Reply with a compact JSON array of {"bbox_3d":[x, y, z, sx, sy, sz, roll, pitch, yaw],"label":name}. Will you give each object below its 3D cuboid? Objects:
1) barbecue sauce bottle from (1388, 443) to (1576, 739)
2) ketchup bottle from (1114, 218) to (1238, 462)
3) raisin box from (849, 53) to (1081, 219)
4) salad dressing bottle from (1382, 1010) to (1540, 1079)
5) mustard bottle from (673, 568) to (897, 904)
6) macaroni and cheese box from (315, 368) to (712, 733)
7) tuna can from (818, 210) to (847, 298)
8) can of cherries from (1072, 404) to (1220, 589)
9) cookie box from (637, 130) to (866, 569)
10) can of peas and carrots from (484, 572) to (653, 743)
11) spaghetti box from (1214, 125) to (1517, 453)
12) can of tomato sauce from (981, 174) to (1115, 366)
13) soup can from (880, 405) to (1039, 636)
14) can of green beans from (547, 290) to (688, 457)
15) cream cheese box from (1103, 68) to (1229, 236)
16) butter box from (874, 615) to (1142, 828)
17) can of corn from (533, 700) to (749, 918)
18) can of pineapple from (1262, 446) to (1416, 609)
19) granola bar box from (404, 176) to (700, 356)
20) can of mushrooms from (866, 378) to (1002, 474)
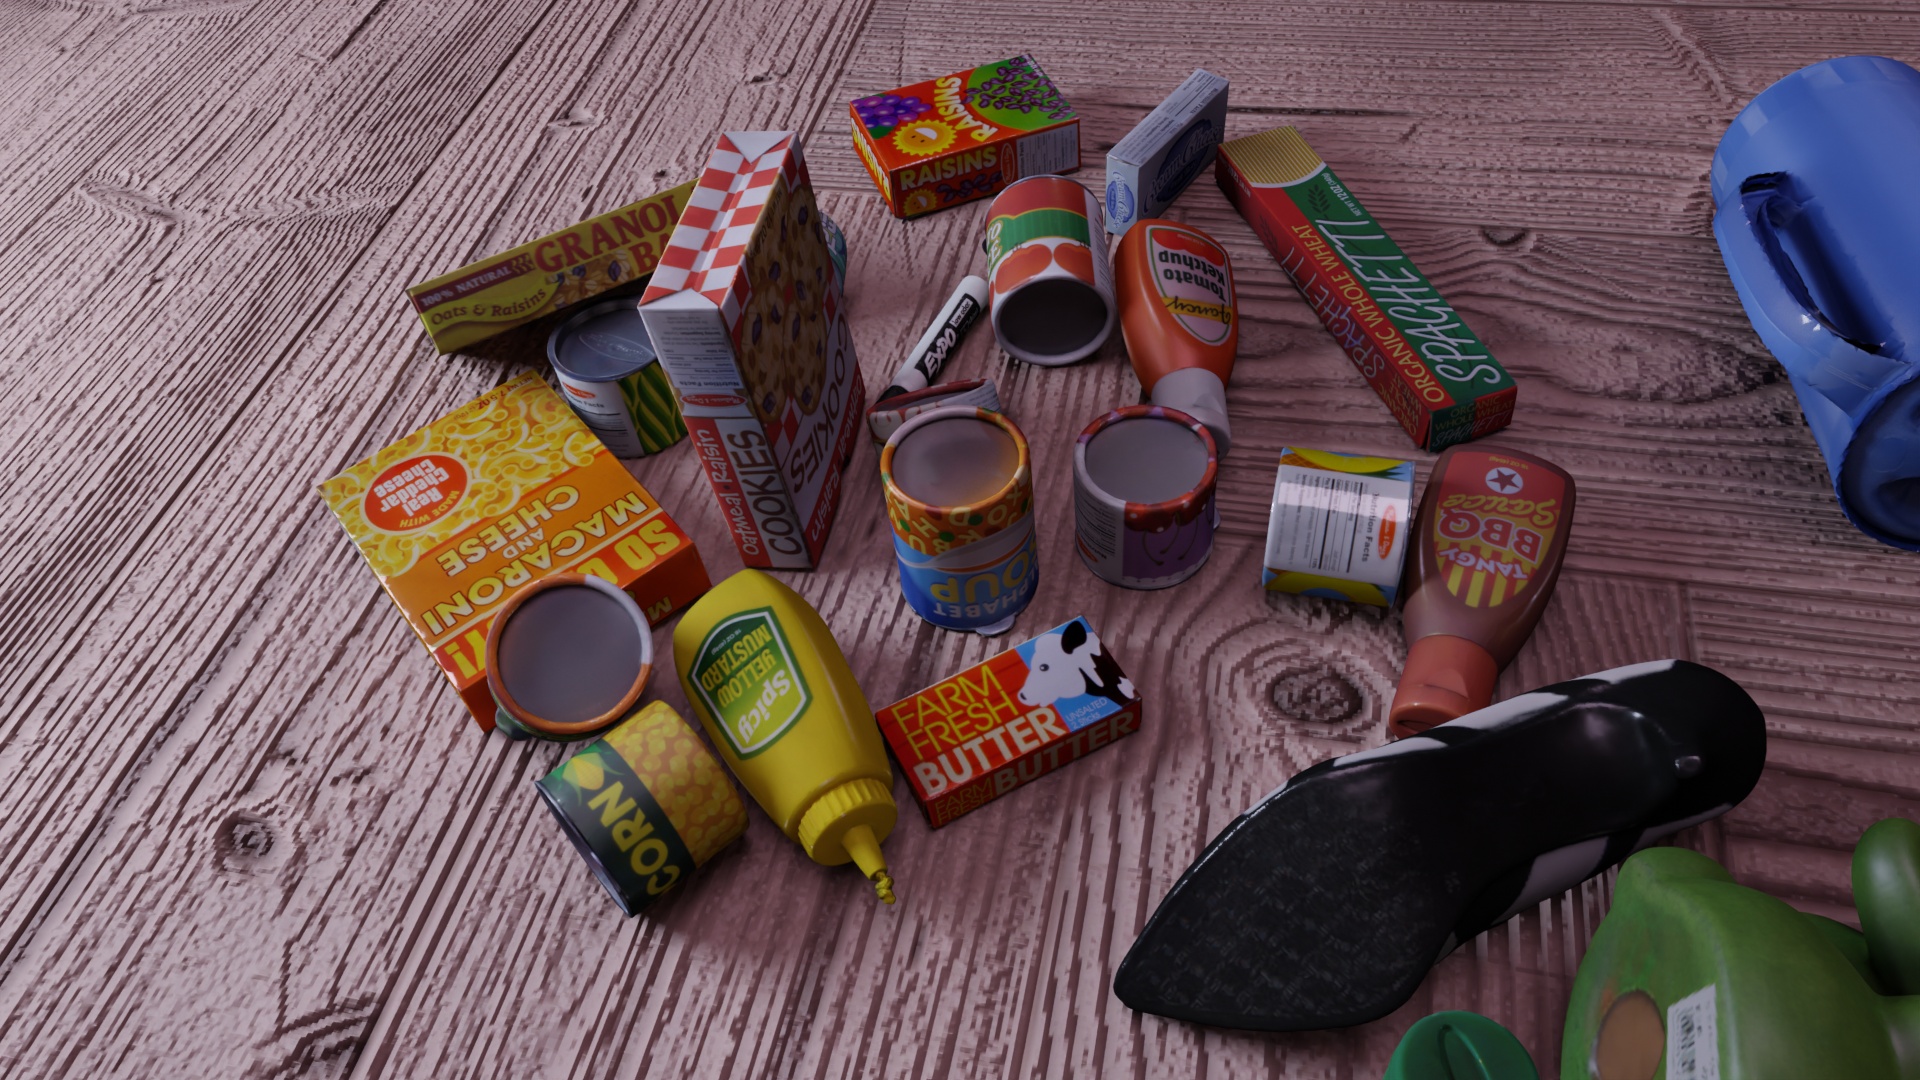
[{"bbox_3d":[0.221,0.024,0.600,0.065,0.043,0.149,17,54,19],"label":"barbecue sauce bottle"},{"bbox_3d":[0.114,-0.101,0.716,0.065,0.043,0.149,16,48,-17],"label":"ketchup bottle"},{"bbox_3d":[0.002,-0.252,0.864,0.123,0.039,0.086,-18,51,-10],"label":"raisin box"},{"bbox_3d":[0.135,0.183,0.406,0.044,0.146,0.064,-12,50,-4],"label":"salad dressing bottle"},{"bbox_3d":[-0.064,0.082,0.573,0.065,0.048,0.161,-42,54,6],"label":"mustard bottle"},{"bbox_3d":[-0.217,-0.001,0.674,0.124,0.040,0.167,-34,54,-20],"label":"macaroni and cheese box"},{"bbox_3d":[-0.095,-0.155,0.771,0.071,0.070,0.033,-2,49,5],"label":"tuna can"},{"bbox_3d":[0.088,-0.022,0.645,0.071,0.058,0.072,-4,50,4],"label":"can of cherries"},{"bbox_3d":[-0.088,-0.085,0.648,0.040,0.166,0.123,2,50,12],"label":"cookie box"},{"bbox_3d":[-0.165,0.051,0.578,0.071,0.058,0.071,4,78,-17],"label":"can of peas and carrots"},{"bbox_3d":[0.213,-0.145,0.755,0.050,0.028,0.251,-17,50,-7],"label":"spaghetti box"},{"bbox_3d":[0.046,-0.145,0.750,0.071,0.070,0.083,-4,50,3],"label":"can of tomato sauce"},{"bbox_3d":[0.002,-0.008,0.626,0.071,0.083,0.072,-3,50,4],"label":"soup can"},{"bbox_3d":[-0.175,-0.086,0.730,0.071,0.057,0.071,-3,50,4],"label":"can of green beans"},{"bbox_3d":[0.122,-0.229,0.821,0.024,0.053,0.104,28,58,25],"label":"cream cheese box"},{"bbox_3d":[0.020,0.076,0.591,0.104,0.024,0.053,-24,51,-14],"label":"butter box"},{"bbox_3d":[-0.125,0.106,0.553,0.058,0.070,0.071,-36,55,-22],"label":"can of corn"},{"bbox_3d":[0.168,-0.006,0.620,0.058,0.070,0.071,9,51,14],"label":"can of pineapple"},{"bbox_3d":[-0.215,-0.150,0.763,0.166,0.039,0.124,-26,17,-15],"label":"granola bar box"},{"bbox_3d":[-0.013,-0.056,0.682,0.071,0.033,0.071,-13,14,3],"label":"can of mushrooms"}]
